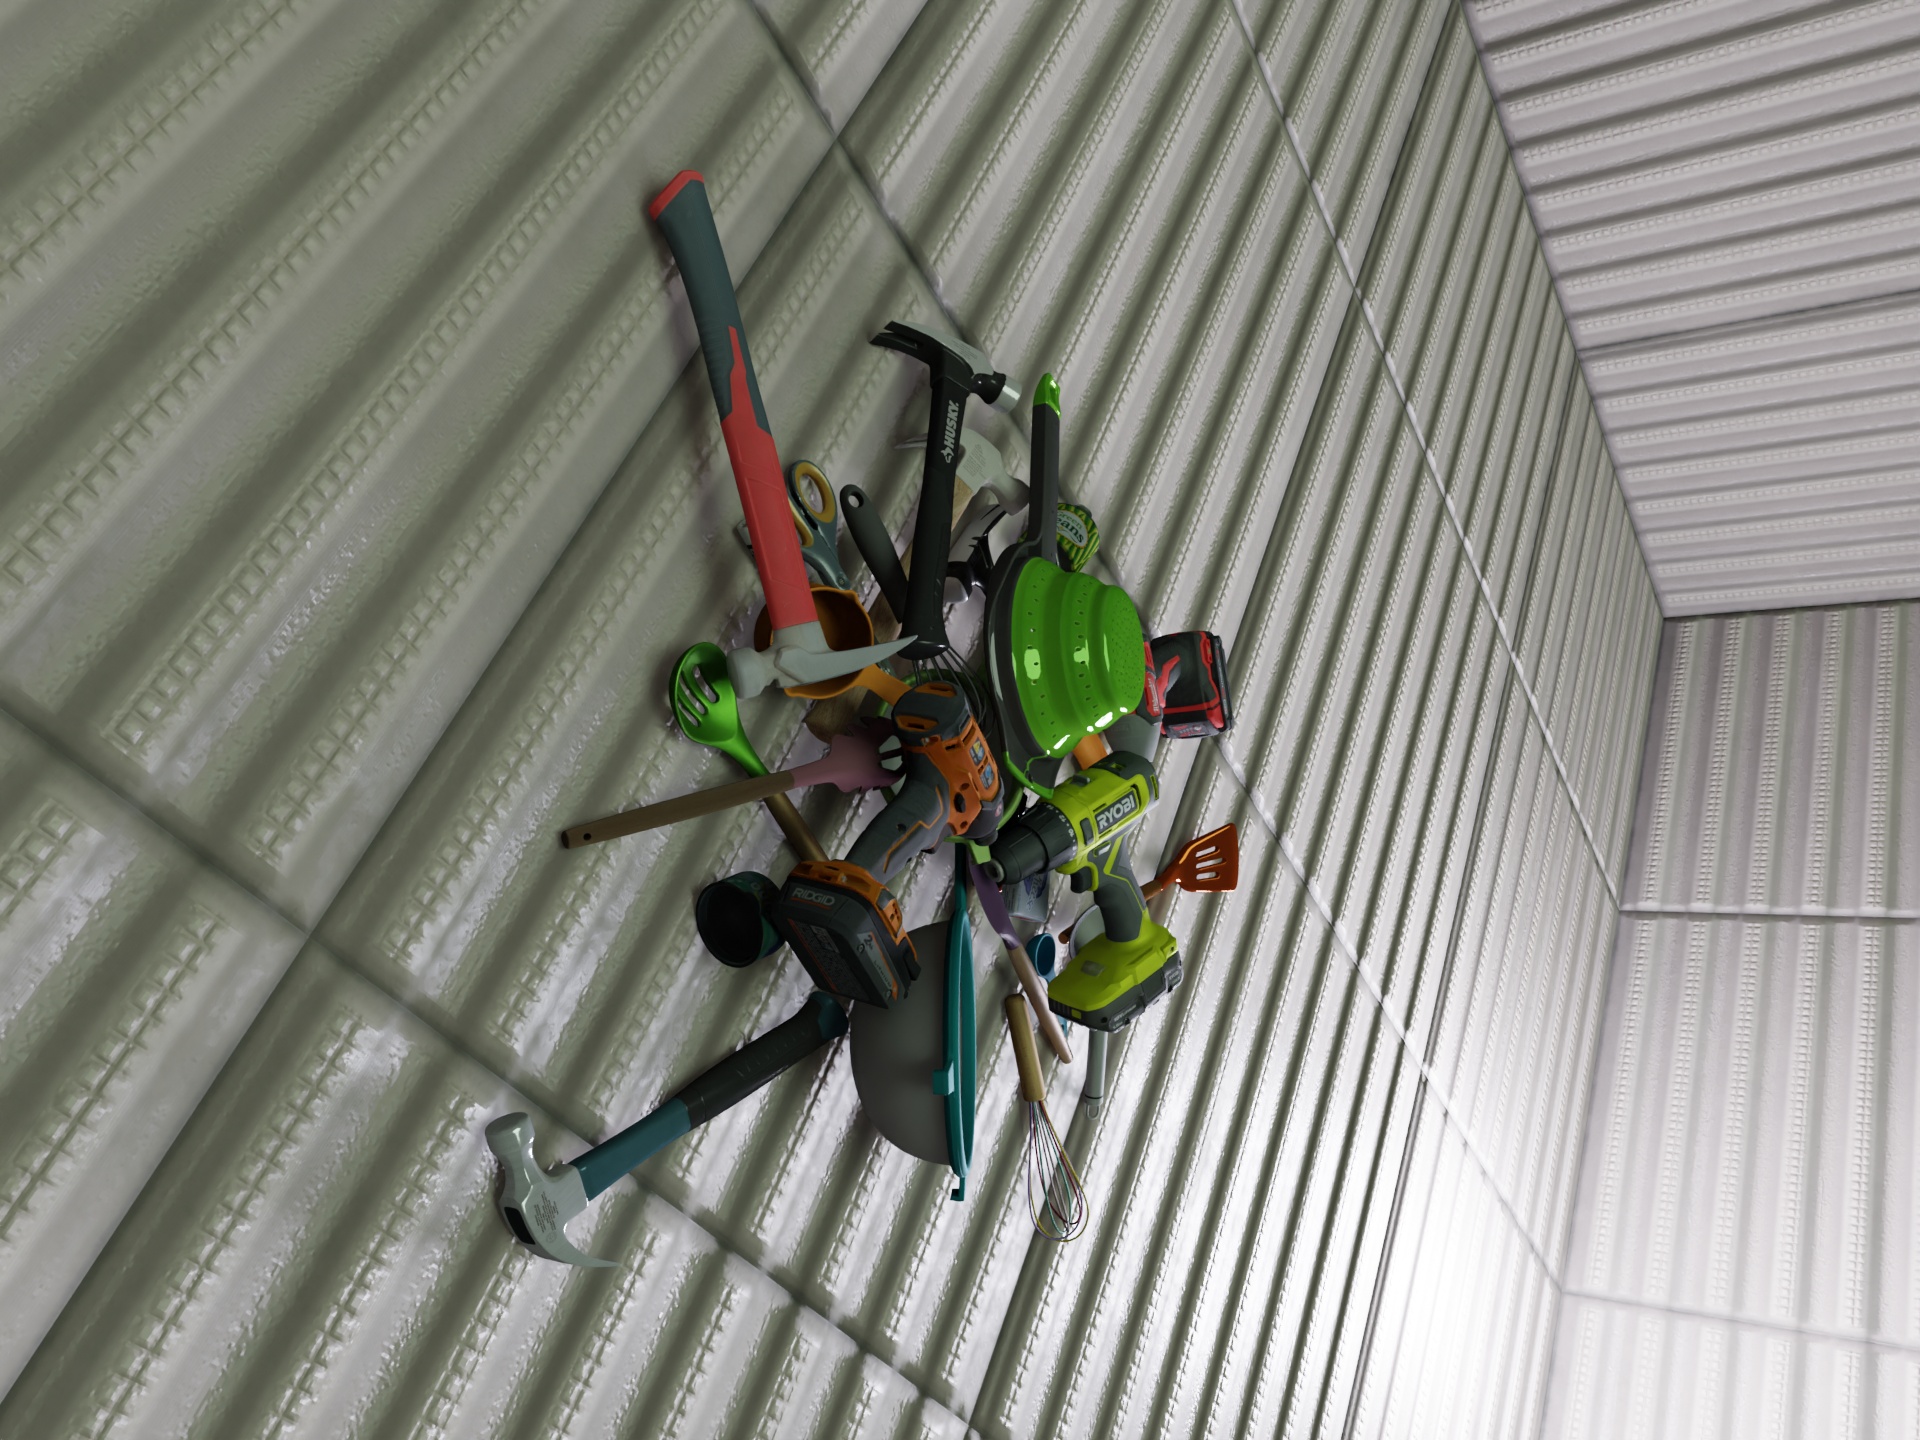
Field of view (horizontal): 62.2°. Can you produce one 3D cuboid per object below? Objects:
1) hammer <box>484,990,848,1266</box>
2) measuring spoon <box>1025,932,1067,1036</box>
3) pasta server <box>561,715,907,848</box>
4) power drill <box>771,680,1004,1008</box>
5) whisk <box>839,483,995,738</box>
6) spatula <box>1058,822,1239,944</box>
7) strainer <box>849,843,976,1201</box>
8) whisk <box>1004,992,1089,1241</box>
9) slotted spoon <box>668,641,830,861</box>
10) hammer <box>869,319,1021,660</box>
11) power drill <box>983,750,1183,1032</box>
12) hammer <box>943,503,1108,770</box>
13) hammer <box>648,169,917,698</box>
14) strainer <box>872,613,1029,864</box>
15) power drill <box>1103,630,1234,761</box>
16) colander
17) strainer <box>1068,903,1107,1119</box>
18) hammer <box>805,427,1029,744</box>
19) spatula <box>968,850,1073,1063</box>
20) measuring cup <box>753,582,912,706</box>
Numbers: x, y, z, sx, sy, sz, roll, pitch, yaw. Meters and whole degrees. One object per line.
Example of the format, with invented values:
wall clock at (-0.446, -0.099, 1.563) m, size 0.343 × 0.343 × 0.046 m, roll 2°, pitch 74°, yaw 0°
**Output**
hammer at (-0.193, 0.277, 1.148) m, size 0.331 × 0.033 × 0.128 m, roll -26°, pitch 107°, yaw -51°
measuring spoon at (0.082, 0.260, 1.539) m, size 0.042 × 0.021 × 0.128 m, roll -49°, pitch 134°, yaw -46°
pasta server at (-0.154, 0.050, 1.183) m, size 0.316 × 0.040 × 0.060 m, roll -15°, pitch 98°, yaw -39°
power drill at (-0.039, 0.103, 1.216) m, size 0.227 × 0.084 × 0.164 m, roll -59°, pitch 143°, yaw -31°
whisk at (-0.039, -0.087, 1.308) m, size 0.055 × 0.055 × 0.239 m, roll -28°, pitch 92°, yaw -51°
spatula at (0.203, 0.183, 1.682) m, size 0.322 × 0.041 × 0.081 m, roll -19°, pitch 109°, yaw -51°
strainer at (-0.038, 0.210, 1.321) m, size 0.210 × 0.095 × 0.341 m, roll 84°, pitch 5°, yaw -48°
whisk at (0.079, 0.375, 1.499) m, size 0.051 × 0.047 × 0.245 m, roll -19°, pitch 99°, yaw -51°
slotted spoon at (-0.144, 0.065, 1.238) m, size 0.070 × 0.031 × 0.313 m, roll -59°, pitch 133°, yaw -37°
hammer at (-0.023, -0.193, 1.326) m, size 0.146 × 0.035 × 0.335 m, roll 26°, pitch 52°, yaw -29°
power drill at (0.114, 0.162, 1.441) m, size 0.190 × 0.080 × 0.228 m, roll -30°, pitch 116°, yaw -34°
hammer at (0.083, -0.051, 1.545) m, size 0.336 × 0.034 × 0.127 m, roll 58°, pitch 46°, yaw -33°
hammer at (-0.144, -0.218, 1.183) m, size 0.143 × 0.038 × 0.386 m, roll -14°, pitch 90°, yaw -19°
strainer at (-0.002, -0.004, 1.383) m, size 0.151 × 0.069 × 0.256 m, roll 37°, pitch 58°, yaw -16°
power drill at (0.206, -0.022, 1.646) m, size 0.219 × 0.078 × 0.143 m, roll -12°, pitch 93°, yaw -60°
colander at (0.105, -0.133, 1.394) m, size 0.204 × 0.094 × 0.397 m, roll 39°, pitch 50°, yaw -58°
strainer at (0.136, 0.273, 1.568) m, size 0.086 × 0.050 × 0.258 m, roll -3°, pitch 103°, yaw -25°
hammer at (-0.048, -0.121, 1.359) m, size 0.130 × 0.031 × 0.331 m, roll 41°, pitch 58°, yaw -24°
spatula at (0.056, 0.223, 1.460) m, size 0.060 × 0.018 × 0.315 m, roll -89°, pitch 161°, yaw -47°
measuring cup at (-0.087, -0.044, 1.261) m, size 0.173 × 0.052 × 0.095 m, roll 34°, pitch 86°, yaw -30°
